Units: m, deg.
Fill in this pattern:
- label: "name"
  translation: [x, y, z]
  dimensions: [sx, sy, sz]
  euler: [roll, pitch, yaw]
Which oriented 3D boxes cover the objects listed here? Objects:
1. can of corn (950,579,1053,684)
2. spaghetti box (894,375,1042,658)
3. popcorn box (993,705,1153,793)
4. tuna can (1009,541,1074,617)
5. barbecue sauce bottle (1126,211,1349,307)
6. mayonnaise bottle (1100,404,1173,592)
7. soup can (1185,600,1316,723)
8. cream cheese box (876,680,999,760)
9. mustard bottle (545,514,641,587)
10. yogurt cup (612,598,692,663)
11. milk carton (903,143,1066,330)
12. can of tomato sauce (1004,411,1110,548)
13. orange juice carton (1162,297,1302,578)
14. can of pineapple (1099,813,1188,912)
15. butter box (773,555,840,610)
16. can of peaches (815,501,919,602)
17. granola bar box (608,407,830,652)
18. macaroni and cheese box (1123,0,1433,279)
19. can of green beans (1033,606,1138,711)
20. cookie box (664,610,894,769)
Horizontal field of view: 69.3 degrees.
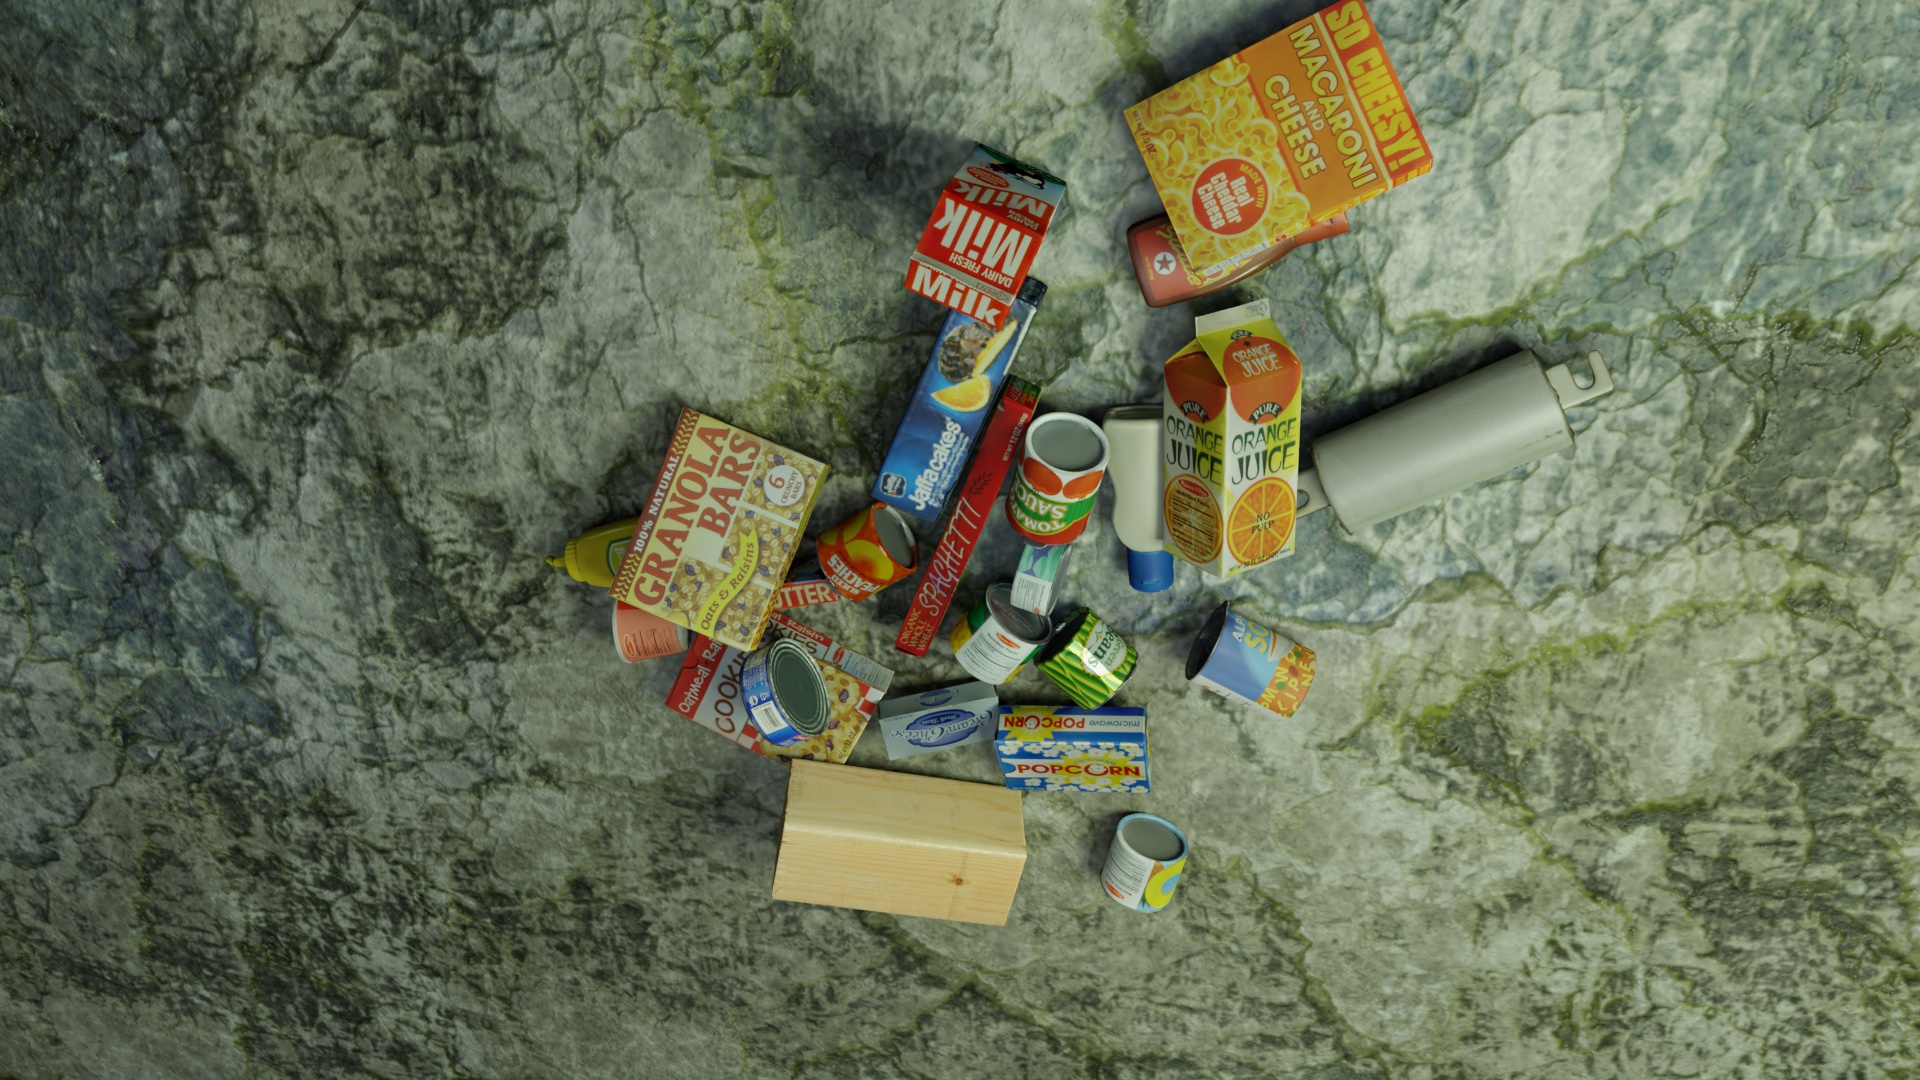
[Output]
- label: "can of corn"
  translation: [0.034, 0.075, 1.144]
  dimensions: [0.071, 0.071, 0.058]
  euler: [35, 123, -7]
- label: "spaghetti box"
  translation: [0.004, -0.014, 1.115]
  dimensions: [0.029, 0.050, 0.248]
  euler: [24, 118, 0]
- label: "popcorn box"
  translation: [0.098, 0.178, 1.180]
  dimensions: [0.127, 0.038, 0.084]
  euler: [-1, 142, 11]
- label: "tuna can"
  translation: [0.066, 0.024, 1.113]
  dimensions: [0.033, 0.071, 0.070]
  euler: [18, 118, 10]
- label: "barbecue sauce bottle"
  translation: [0.196, -0.214, 0.981]
  dimensions: [0.148, 0.044, 0.064]
  euler: [-14, 103, 17]
- label: "mayonnaise bottle"
  translation: [0.145, -0.032, 1.084]
  dimensions: [0.065, 0.041, 0.147]
  euler: [-1, 117, 12]
- label: "soup can"
  translation: [0.234, 0.098, 1.116]
  dimensions: [0.084, 0.072, 0.071]
  euler: [26, 118, -3]
- label: "cream cheese box"
  translation: [-0.016, 0.154, 1.196]
  dimensions: [0.104, 0.024, 0.053]
  euler: [-12, 128, -2]
- label: "mustard bottle"
  translation: [-0.284, 0.012, 1.185]
  dimensions: [0.160, 0.049, 0.065]
  euler: [-8, 108, 15]
- label: "yogurt cup"
  translation: [-0.266, 0.071, 1.204]
  dimensions: [0.054, 0.073, 0.072]
  euler: [-4, 115, 4]
- label: "milk carton"
  translation: [0.017, -0.203, 0.938]
  dimensions: [0.072, 0.191, 0.073]
  euler: [25, 119, -1]
- label: "can of tomato sauce"
  translation: [0.072, -0.046, 1.059]
  dimensions: [0.071, 0.071, 0.082]
  euler: [17, 139, 3]
- label: "orange juice carton"
  translation: [0.197, -0.077, 1.015]
  dimensions: [0.072, 0.073, 0.191]
  euler: [-17, 117, -28]
- label: "can of pineapple"
  translation: [0.163, 0.282, 1.222]
  dimensions: [0.071, 0.071, 0.057]
  euler: [16, 118, 3]
- label: "butter box"
  translation: [-0.145, 0.036, 1.167]
  dimensions: [0.103, 0.053, 0.024]
  euler: [-8, 112, 15]
- label: "can of peaches"
  translation: [-0.075, 0.010, 1.131]
  dimensions: [0.058, 0.071, 0.071]
  euler: [-28, 108, 21]
- label: "granola bar box"
  translation: [-0.194, -0.009, 1.121]
  dimensions: [0.124, 0.039, 0.165]
  euler: [22, 90, 3]
- label: "macaroni and cheese box"
  translation: [0.211, -0.268, 0.928]
  dimensions: [0.166, 0.040, 0.123]
  euler: [-23, 87, 17]
- label: "can of green beans"
  translation: [0.103, 0.097, 1.140]
  dimensions: [0.058, 0.071, 0.071]
  euler: [43, 116, -10]
- label: "cookie box"
  translation: [-0.161, 0.131, 1.225]
  dimensions: [0.167, 0.040, 0.122]
  euler: [28, 118, -3]
